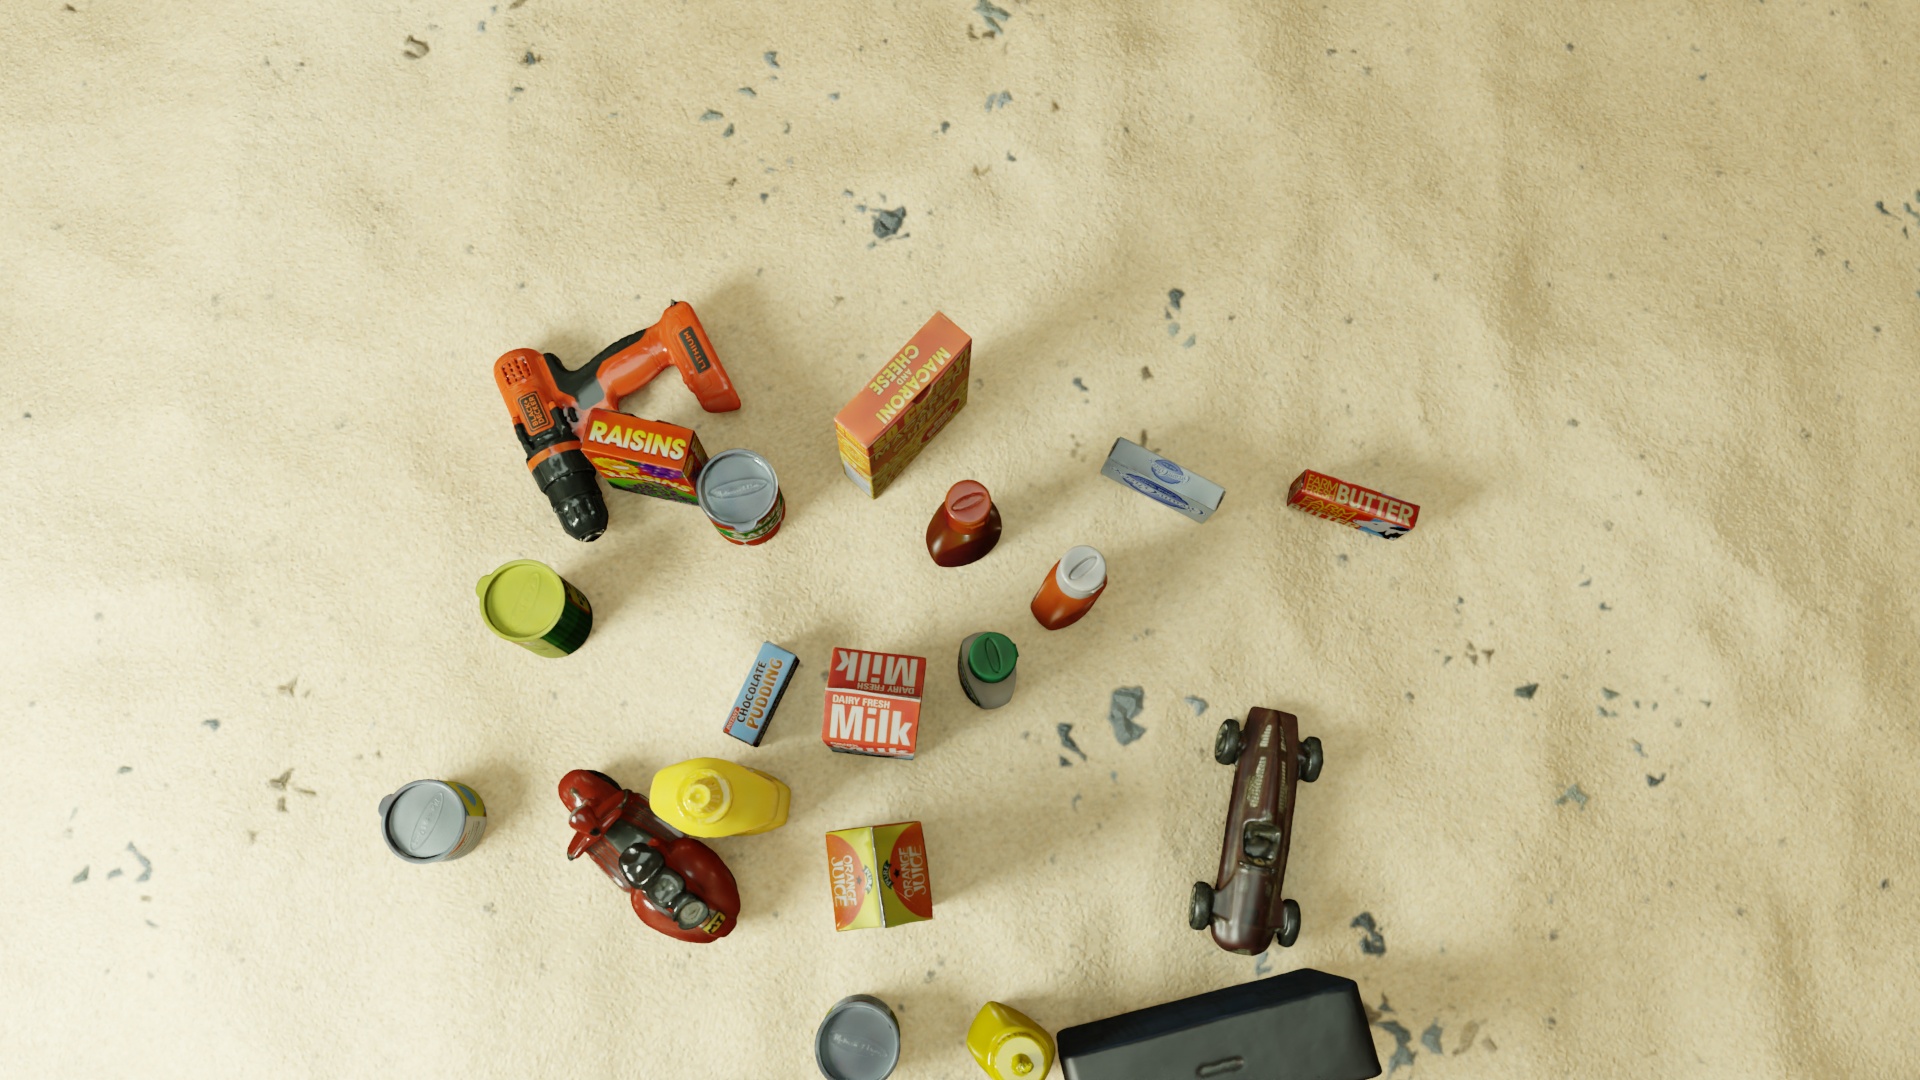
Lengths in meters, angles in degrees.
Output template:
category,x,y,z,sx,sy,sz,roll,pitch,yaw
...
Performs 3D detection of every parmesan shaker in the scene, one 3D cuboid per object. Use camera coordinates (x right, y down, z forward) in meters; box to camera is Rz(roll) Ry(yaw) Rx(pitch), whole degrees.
category,x,y,z,sx,sy,sz,roll,pitch,yaw
parmesan shaker,-0.347,0.056,1.135,0.071,0.103,0.071,0,78,-2

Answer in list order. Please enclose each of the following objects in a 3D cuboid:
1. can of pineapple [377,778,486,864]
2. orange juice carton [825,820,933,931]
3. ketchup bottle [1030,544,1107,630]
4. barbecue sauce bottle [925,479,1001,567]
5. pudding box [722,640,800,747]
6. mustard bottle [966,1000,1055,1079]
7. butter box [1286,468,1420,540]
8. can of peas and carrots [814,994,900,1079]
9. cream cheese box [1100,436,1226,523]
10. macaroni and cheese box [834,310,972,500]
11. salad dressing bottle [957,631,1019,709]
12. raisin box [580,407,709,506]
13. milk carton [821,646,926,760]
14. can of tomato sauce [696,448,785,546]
category,x,y,z,sx,sy,sz,roll,pitch,yaw
can of pineapple,-0.424,0.225,1.118,0.071,0.057,0.071,0,78,-2
orange juice carton,-0.061,0.253,1.056,0.073,0.192,0.072,-7,78,-3
ketchup bottle,0.093,0.036,1.132,0.065,0.148,0.043,-38,82,-9
barbecue sauce bottle,0.004,-0.014,1.141,0.065,0.148,0.044,-22,80,-6
pudding box,-0.165,0.128,1.153,0.030,0.049,0.084,24,78,3
mustard bottle,0.040,0.386,1.047,0.065,0.160,0.049,29,79,4
butter box,0.339,-0.030,1.205,0.103,0.053,0.024,19,78,2
can of peas and carrots,-0.081,0.396,1.092,0.071,0.058,0.071,0,78,-2
cream cheese box,0.175,-0.052,1.204,0.104,0.053,0.024,27,78,4
macaroni and cheese box,-0.045,-0.108,1.150,0.040,0.166,0.124,42,80,7
salad dressing bottle,0.023,0.101,1.116,0.044,0.147,0.064,-15,79,-5
raisin box,-0.257,-0.068,1.156,0.086,0.123,0.040,13,78,1
milk carton,-0.066,0.128,1.085,0.072,0.190,0.073,6,78,-1
can of tomato sauce,-0.182,-0.033,1.171,0.071,0.083,0.071,0,78,-2
